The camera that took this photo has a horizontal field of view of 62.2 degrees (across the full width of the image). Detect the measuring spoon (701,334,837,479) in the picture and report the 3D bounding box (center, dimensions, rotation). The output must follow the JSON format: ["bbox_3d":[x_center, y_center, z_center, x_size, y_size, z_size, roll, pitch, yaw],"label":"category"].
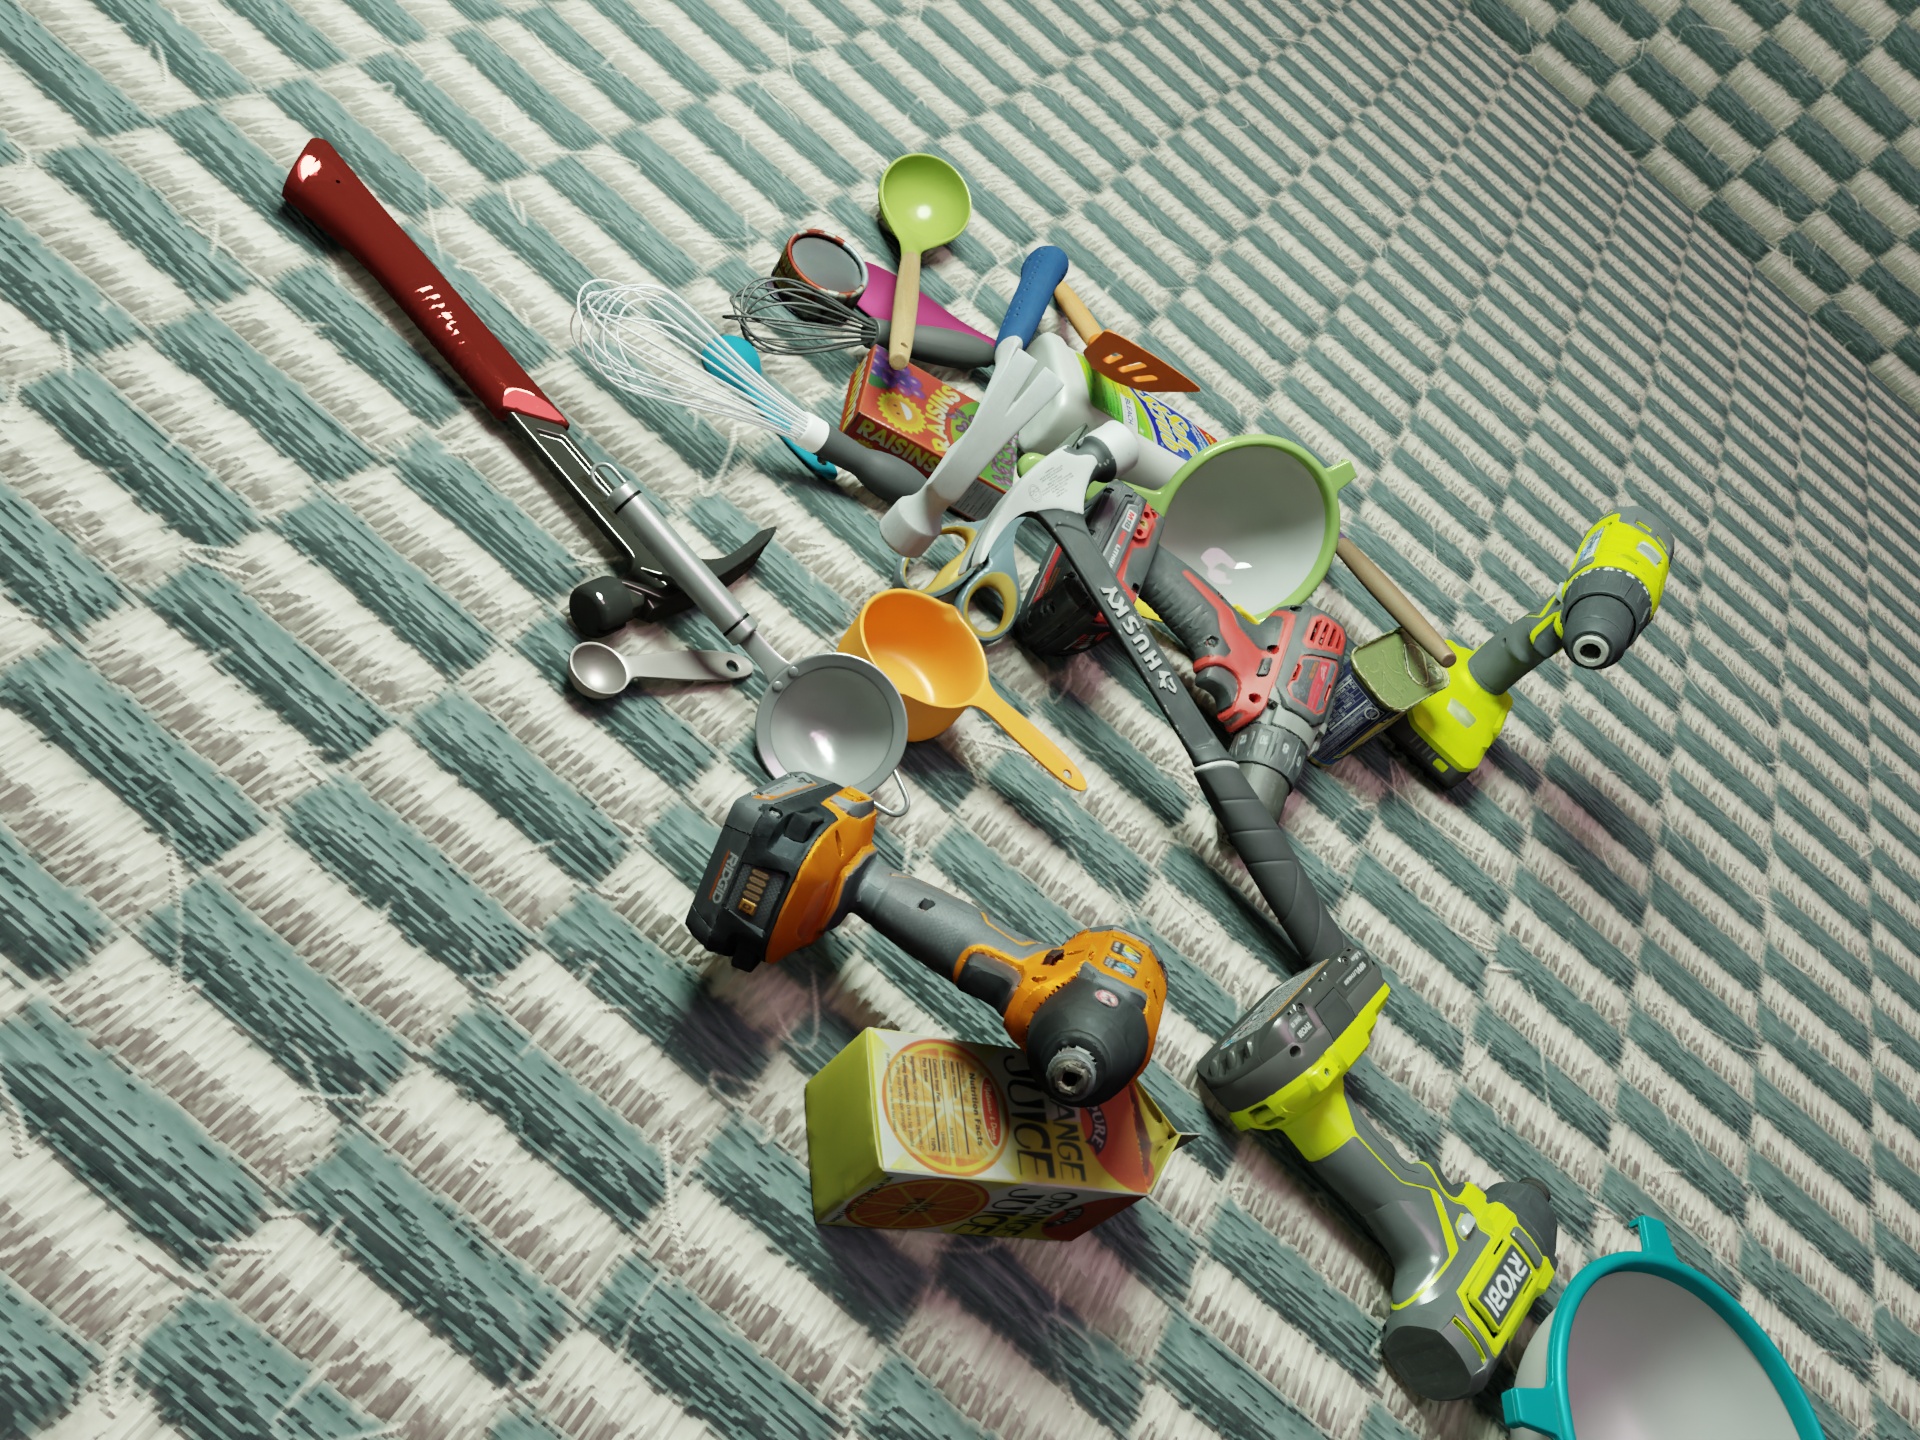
[{"bbox_3d":[-0.123,-0.214,1.070,0.128,0.021,0.042,48,42,6],"label":"measuring spoon"}]

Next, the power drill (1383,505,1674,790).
[{"bbox_3d":[0.426,-0.047,1.192,0.080,0.228,0.190,43,42,0],"label":"power drill"}]

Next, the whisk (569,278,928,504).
[{"bbox_3d":[-0.121,-0.198,1.011,0.284,0.070,0.070,24,43,-39],"label":"whisk"}]

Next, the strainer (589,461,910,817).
[{"bbox_3d":[-0.117,-0.046,0.897,0.258,0.087,0.050,49,-3,-8],"label":"strainer"}]

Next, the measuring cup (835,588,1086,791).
[{"bbox_3d":[-0.002,-0.003,0.968,0.173,0.052,0.095,41,42,-5],"label":"measuring cup"}]

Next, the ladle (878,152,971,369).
[{"bbox_3d":[-0.032,-0.341,1.175,0.078,0.062,0.320,24,33,-16],"label":"ladle"}]

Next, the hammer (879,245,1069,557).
[{"bbox_3d":[0.036,-0.257,1.106,0.035,0.144,0.406,36,33,-12],"label":"hammer"}]

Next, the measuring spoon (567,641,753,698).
[{"bbox_3d":[-0.168,-0.026,0.892,0.124,0.018,0.034,-4,59,-47],"label":"measuring spoon"}]

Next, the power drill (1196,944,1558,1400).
[{"bbox_3d":[0.256,0.254,0.935,0.171,0.080,0.223,-30,81,-46],"label":"power drill"}]

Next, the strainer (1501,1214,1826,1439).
[{"bbox_3d":[0.413,0.463,0.867,0.211,0.095,0.340,-24,75,-43],"label":"strainer"}]

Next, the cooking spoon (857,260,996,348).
[{"bbox_3d":[0.047,-0.283,1.258,0.318,0.017,0.069,23,45,-19],"label":"cooking spoon"}]

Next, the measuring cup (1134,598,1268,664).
[{"bbox_3d":[0.149,-0.070,1.161,0.156,0.029,0.062,18,56,-8],"label":"measuring cup"}]

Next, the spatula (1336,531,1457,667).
[{"bbox_3d":[0.309,-0.127,1.249,0.059,0.018,0.316,33,19,-31],"label":"spatula"}]

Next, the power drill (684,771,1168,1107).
[{"bbox_3d":[-0.011,0.110,0.765,0.226,0.084,0.164,25,10,7],"label":"power drill"}]

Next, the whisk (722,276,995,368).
[{"bbox_3d":[-0.066,-0.279,1.149,0.238,0.055,0.055,-1,57,-41],"label":"whisk"}]

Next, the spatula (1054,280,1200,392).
[{"bbox_3d":[0.107,-0.303,1.220,0.081,0.041,0.323,28,22,-19],"label":"spatula"}]

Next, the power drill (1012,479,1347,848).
[{"bbox_3d":[0.152,-0.035,1.080,0.226,0.080,0.188,32,61,-13],"label":"power drill"}]

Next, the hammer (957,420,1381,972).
[{"bbox_3d":[0.149,0.016,1.005,0.149,0.036,0.409,-34,95,-27],"label":"hammer"}]

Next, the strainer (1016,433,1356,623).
[{"bbox_3d":[0.155,-0.159,1.184,0.256,0.151,0.069,14,18,-17],"label":"strainer"}]

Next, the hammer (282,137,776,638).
[{"bbox_3d":[-0.269,-0.207,0.944,0.359,0.036,0.149,49,42,6],"label":"hammer"}]
